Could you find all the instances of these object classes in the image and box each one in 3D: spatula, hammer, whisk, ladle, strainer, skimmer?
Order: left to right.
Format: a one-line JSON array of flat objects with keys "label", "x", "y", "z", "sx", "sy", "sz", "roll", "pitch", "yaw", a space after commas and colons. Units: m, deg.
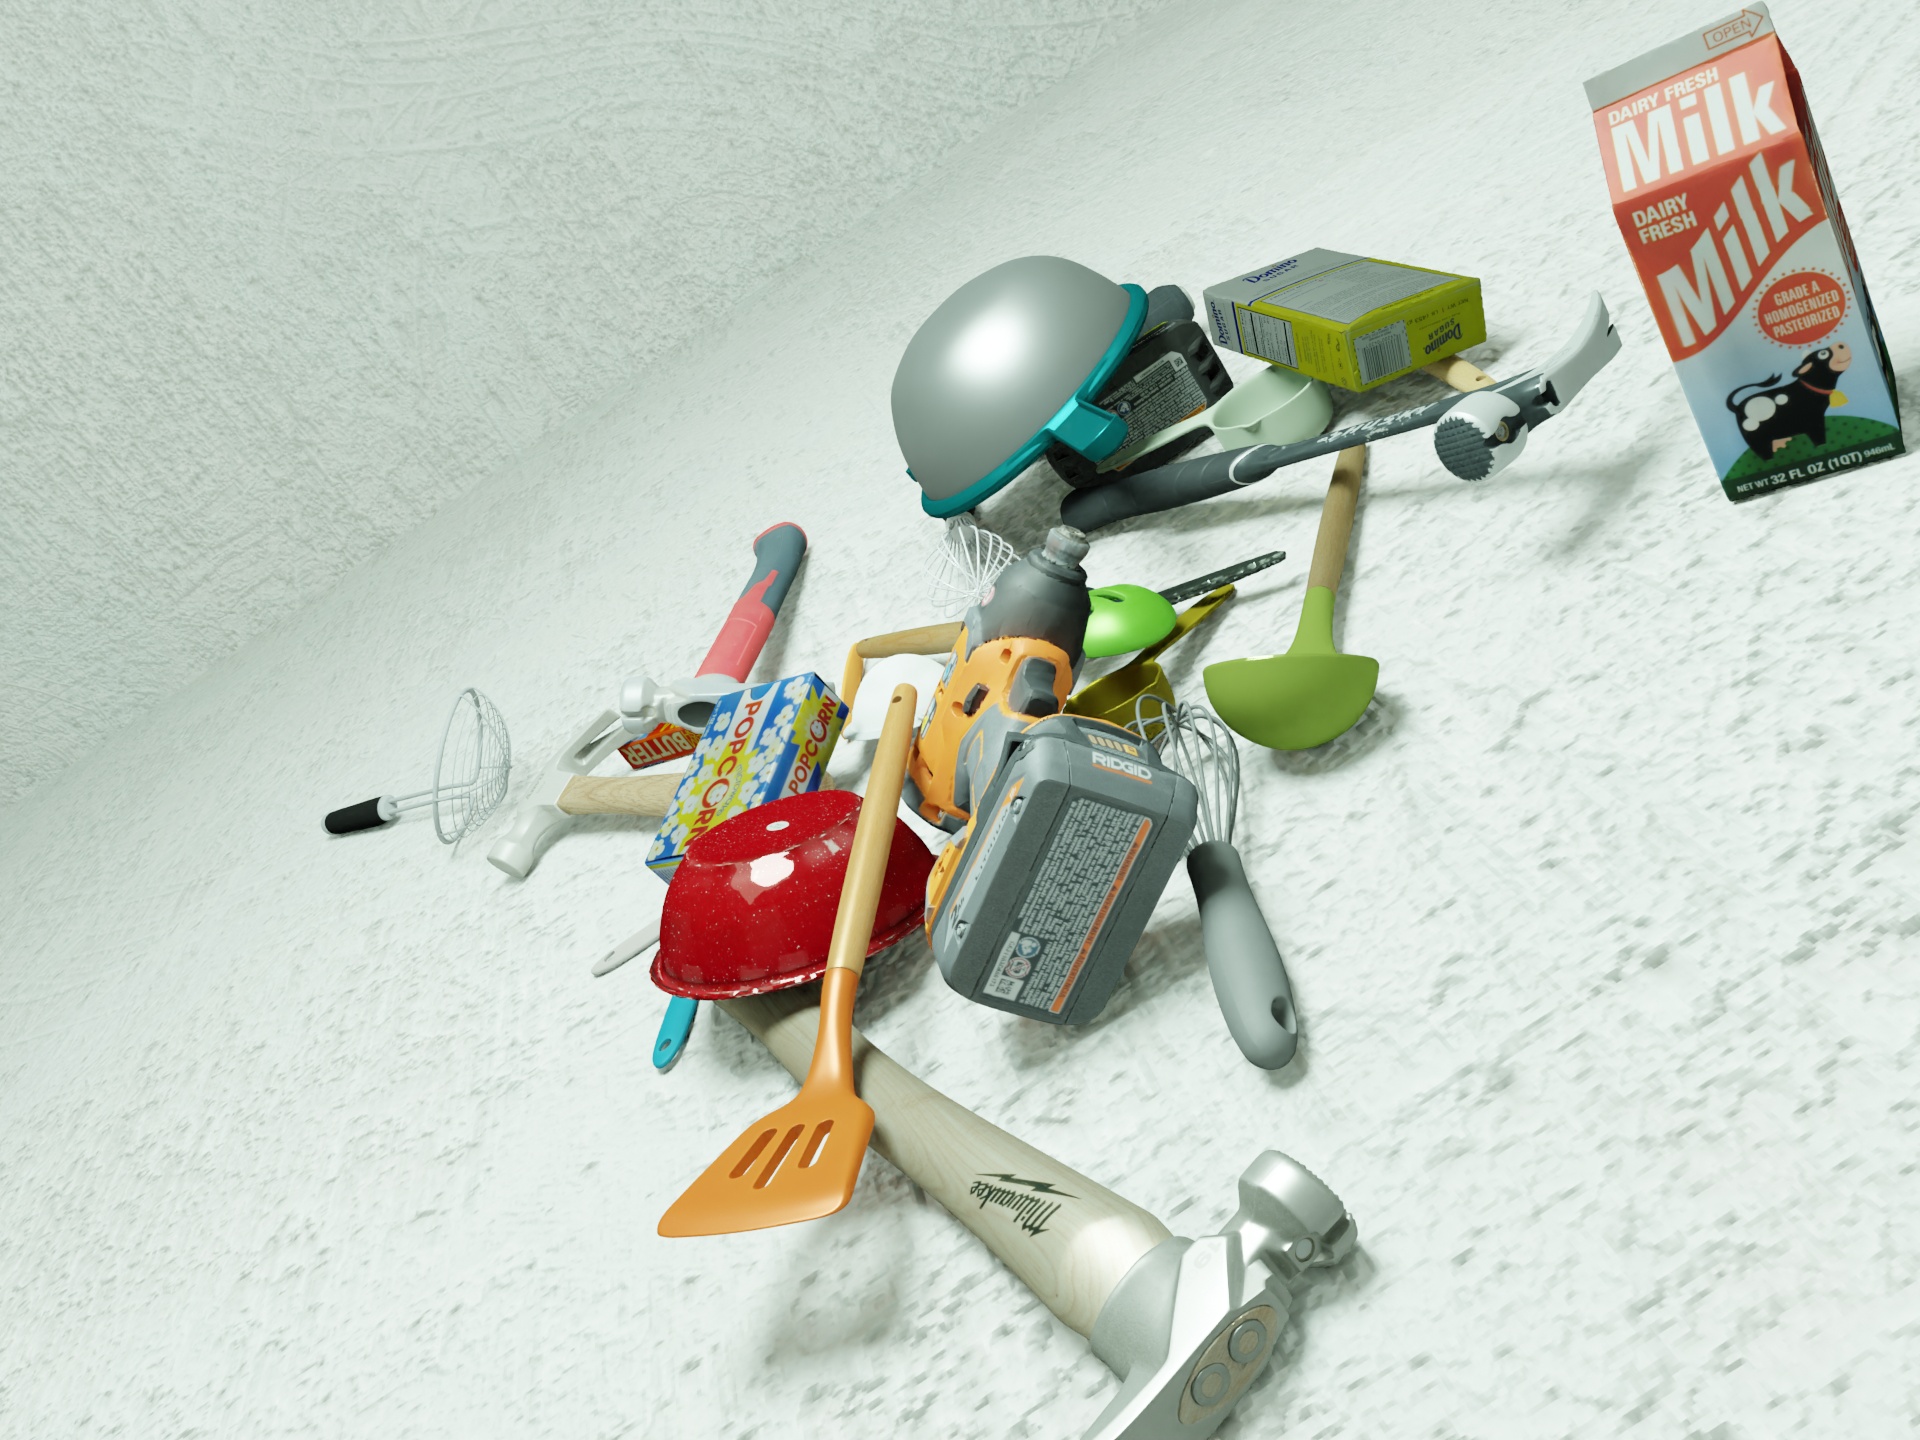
[{"label": "skimmer", "x": -0.491, "y": 0.059, "z": 1.367, "sx": 0.363, "sy": 0.090, "sz": 0.127, "roll": -13, "pitch": 63, "yaw": 44}, {"label": "hammer", "x": -0.199, "y": 0.048, "z": 1.066, "sx": 0.331, "sy": 0.031, "sz": 0.130, "roll": -3, "pitch": 53, "yaw": 45}, {"label": "hammer", "x": -0.142, "y": -0.081, "z": 1.213, "sx": 0.143, "sy": 0.038, "sz": 0.387, "roll": -1, "pitch": 23, "yaw": 4}, {"label": "spatula", "x": -0.051, "y": 0.088, "z": 0.697, "sx": 0.081, "sy": 0.041, "sz": 0.323, "roll": -14, "pitch": 39, "yaw": 21}, {"label": "hammer", "x": -0.027, "y": 0.169, "z": 0.641, "sx": 0.146, "sy": 0.038, "sz": 0.411, "roll": -44, "pitch": 25, "yaw": -16}, {"label": "strainer", "x": -0.001, "y": -0.003, "z": 0.920, "sx": 0.087, "sy": 0.050, "sz": 0.259, "roll": -29, "pitch": 24, "yaw": -23}, {"label": "whisk", "x": 0.001, "y": -0.129, "z": 1.127, "sx": 0.070, "sy": 0.070, "sz": 0.285, "roll": -31, "pitch": 20, "yaw": 8}, {"label": "strainer", "x": 0.030, "y": -0.225, "z": 1.019, "sx": 0.211, "sy": 0.095, "sz": 0.341, "roll": -46, "pitch": 18, "yaw": 6}, {"label": "whisk", "x": 0.104, "y": 0.058, "z": 0.664, "sx": 0.055, "sy": 0.055, "sz": 0.239, "roll": -29, "pitch": 28, "yaw": 13}, {"label": "hammer", "x": 0.183, "y": -0.153, "z": 0.903, "sx": 0.149, "sy": 0.036, "sz": 0.409, "roll": -37, "pitch": 16, "yaw": -26}, {"label": "ladle", "x": 0.185, "y": -0.087, "z": 0.813, "sx": 0.078, "sy": 0.062, "sz": 0.320, "roll": -4, "pitch": 33, "yaw": 23}, {"label": "ladle", "x": 0.279, "y": -0.252, "z": 1.028, "sx": 0.069, "sy": 0.031, "sz": 0.316, "roll": -29, "pitch": 27, "yaw": 7}]

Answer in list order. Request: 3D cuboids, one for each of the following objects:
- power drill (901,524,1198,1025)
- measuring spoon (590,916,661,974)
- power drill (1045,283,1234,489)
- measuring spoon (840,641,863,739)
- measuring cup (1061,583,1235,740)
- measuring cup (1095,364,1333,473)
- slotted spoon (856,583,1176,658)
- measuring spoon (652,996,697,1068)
[{"label": "power drill", "x": 0.034, "y": 0.012, "z": 0.721, "sx": 0.227, "sy": 0.084, "sz": 0.164, "roll": -107, "pitch": 38, "yaw": -64}, {"label": "measuring spoon", "x": -0.174, "y": 0.112, "z": 0.951, "sx": 0.124, "sy": 0.018, "sz": 0.034, "roll": -35, "pitch": 24, "yaw": 1}, {"label": "power drill", "x": 0.115, "y": -0.252, "z": 1.180, "sx": 0.190, "sy": 0.080, "sz": 0.229, "roll": -35, "pitch": 21, "yaw": 3}, {"label": "measuring spoon", "x": -0.070, "y": -0.023, "z": 1.063, "sx": 0.011, "sy": 0.021, "sz": 0.117, "roll": -15, "pitch": 29, "yaw": 12}, {"label": "measuring cup", "x": 0.112, "y": -0.028, "z": 0.848, "sx": 0.062, "sy": 0.029, "sz": 0.156, "roll": -12, "pitch": 21, "yaw": 46}, {"label": "measuring cup", "x": 0.164, "y": -0.181, "z": 1.033, "sx": 0.167, "sy": 0.038, "sz": 0.083, "roll": -19, "pitch": 29, "yaw": 36}, {"label": "slotted spoon", "x": 0.015, "y": -0.052, "z": 0.956, "sx": 0.070, "sy": 0.031, "sz": 0.314, "roll": -33, "pitch": 16, "yaw": -28}, {"label": "measuring spoon", "x": -0.155, "y": 0.141, "z": 0.869, "sx": 0.042, "sy": 0.021, "sz": 0.129, "roll": -28, "pitch": 24, "yaw": 16}]
